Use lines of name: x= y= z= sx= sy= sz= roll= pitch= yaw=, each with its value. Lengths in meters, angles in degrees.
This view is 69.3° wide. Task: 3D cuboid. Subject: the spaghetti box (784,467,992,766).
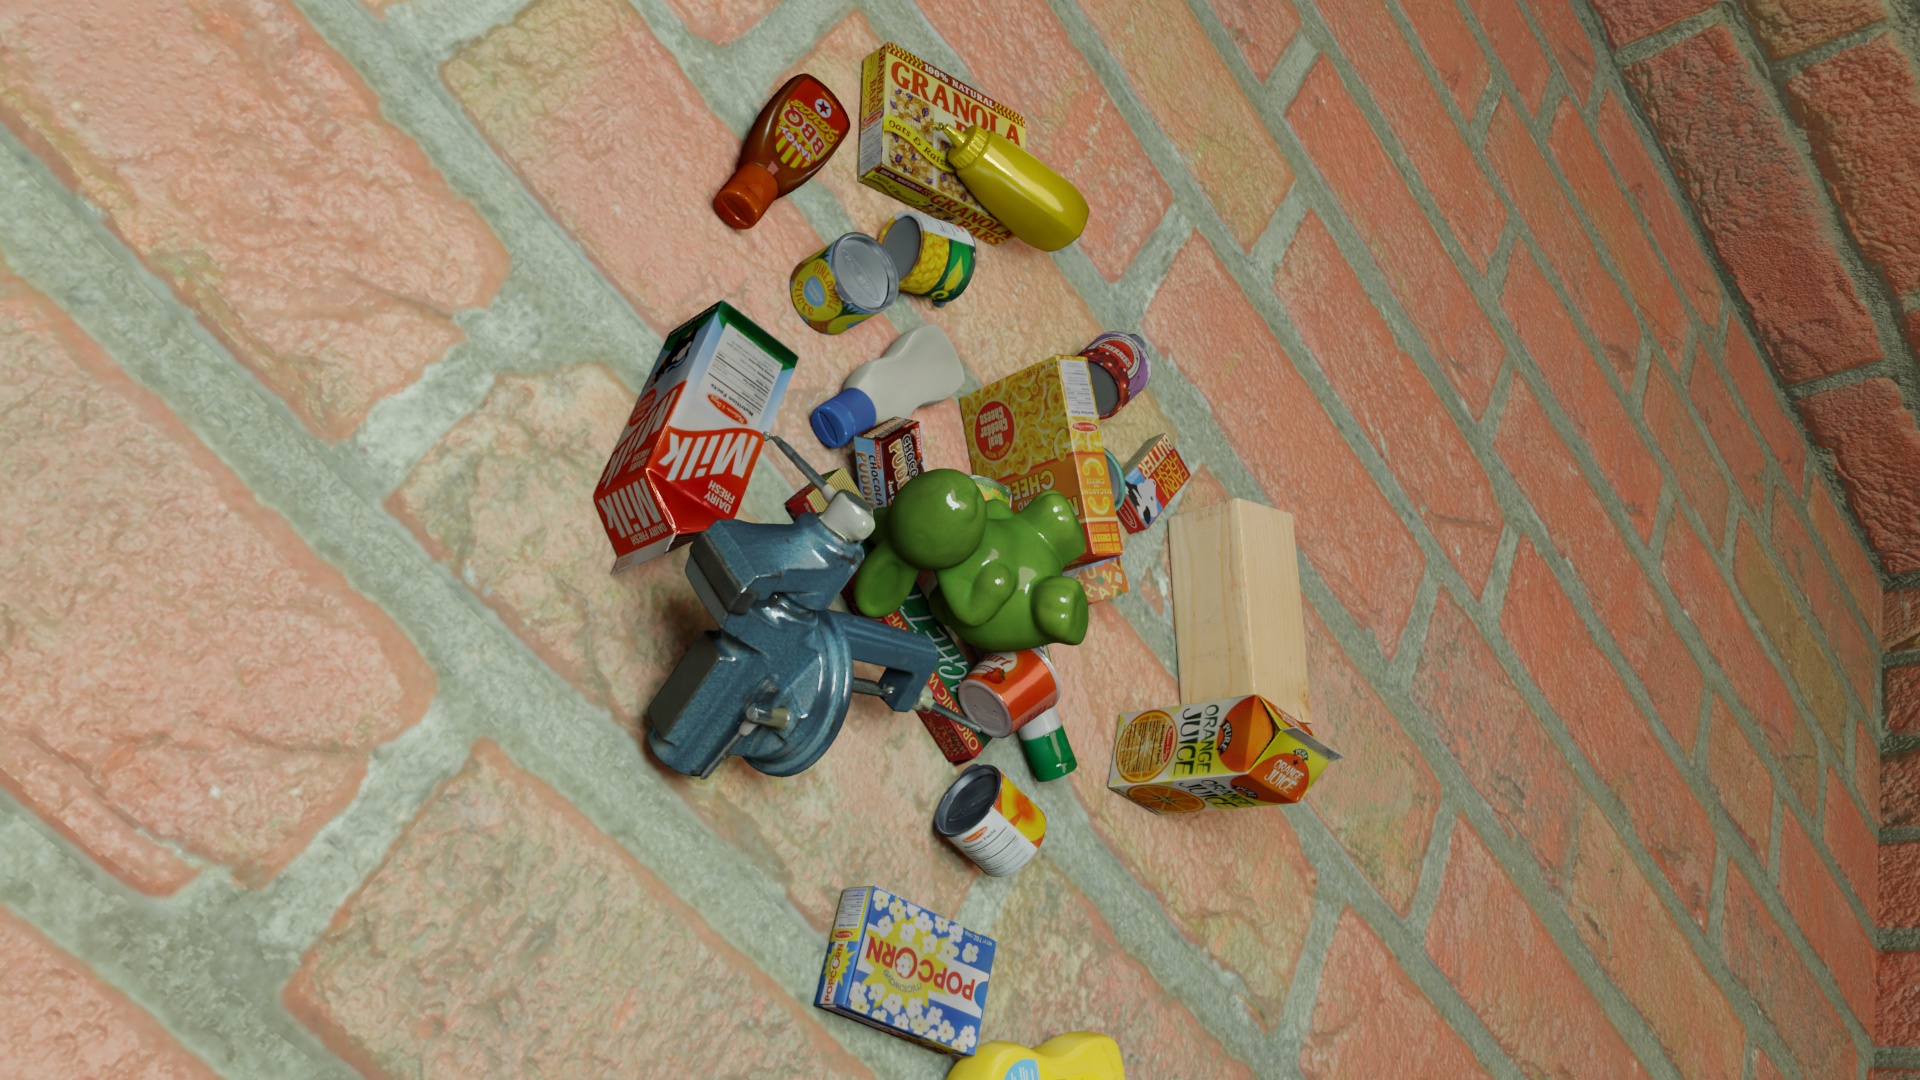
spaghetti box: x=-0.047 y=0.060 z=1.074 sx=0.050 sy=0.028 sz=0.249 roll=-44 pitch=107 yaw=-43

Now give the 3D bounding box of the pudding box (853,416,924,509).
pudding box: x=-0.053 y=-0.049 z=1.081 sx=0.050 sy=0.030 sz=0.083 roll=-31 pitch=127 yaw=-45

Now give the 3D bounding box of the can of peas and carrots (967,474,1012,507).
can of peas and carrots: x=0.004 y=-0.014 z=1.123 sx=0.071 sy=0.070 sz=0.059 roll=26 pitch=61 yaw=-36

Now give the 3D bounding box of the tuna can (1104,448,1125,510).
tuna can: x=0.119 y=-0.050 z=1.266 sx=0.071 sy=0.032 sz=0.071 roll=16 pitch=66 yaw=-39

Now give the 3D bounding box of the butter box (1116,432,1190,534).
butter box: x=0.180 y=-0.056 z=1.333 sx=0.053 sy=0.024 sz=0.104 roll=57 pitch=46 yaw=-13

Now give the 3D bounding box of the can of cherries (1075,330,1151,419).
can of cherries: x=0.136 y=-0.155 z=1.290 sx=0.059 sy=0.071 sz=0.071 roll=-42 pitch=106 yaw=-42

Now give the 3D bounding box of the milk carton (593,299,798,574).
milk carton: x=-0.186 y=-0.064 z=0.953 sx=0.073 sy=0.072 sz=0.191 roll=36 pitch=53 yaw=-30

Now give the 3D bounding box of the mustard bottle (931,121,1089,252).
mustard bottle: x=0.039 y=-0.314 z=1.200 sx=0.160 sy=0.065 sz=0.049 roll=34 pitch=62 yaw=-27

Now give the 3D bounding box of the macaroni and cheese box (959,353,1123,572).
macaroni and cheese box: x=0.064 y=-0.056 z=1.152 sx=0.040 sy=0.123 sz=0.166 roll=-2 pitch=78 yaw=-41

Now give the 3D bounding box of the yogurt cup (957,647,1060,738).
yogurt cup: x=0.035 y=0.115 z=1.069 sx=0.054 sy=0.072 sz=0.072 roll=-37 pitch=103 yaw=-36

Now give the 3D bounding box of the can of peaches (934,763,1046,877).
can of peaches: x=0.024 y=0.214 z=1.067 sx=0.058 sy=0.071 sz=0.071 roll=46 pitch=50 yaw=-23

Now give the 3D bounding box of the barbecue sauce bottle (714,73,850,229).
barbecue sauce bottle: x=-0.143 y=-0.302 z=1.092 sx=0.064 sy=0.043 sz=0.149 roll=46 pitch=50 yaw=-24

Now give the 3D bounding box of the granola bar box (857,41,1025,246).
granola bar box: x=-0.014 y=-0.348 z=1.232 sx=0.165 sy=0.039 sz=0.124 roll=16 pitch=67 yaw=-39

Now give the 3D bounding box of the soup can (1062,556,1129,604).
soup can: x=0.102 y=0.014 z=1.207 sx=0.071 sy=0.071 sz=0.083 roll=-15 pitch=88 yaw=-45

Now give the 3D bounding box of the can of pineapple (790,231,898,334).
can of pineapple: x=-0.093 y=-0.202 z=1.096 sx=0.071 sy=0.057 sz=0.071 roll=16 pitch=66 yaw=-40

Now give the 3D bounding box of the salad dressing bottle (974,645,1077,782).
salad dressing bottle: x=0.055 y=0.123 z=1.140 sx=0.064 sy=0.044 sz=0.147 roll=-22 pitch=93 yaw=-46

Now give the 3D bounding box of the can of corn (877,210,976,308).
can of corn: x=-0.031 y=-0.235 z=1.163 sx=0.058 sy=0.071 sz=0.071 roll=8 pitch=72 yaw=-41

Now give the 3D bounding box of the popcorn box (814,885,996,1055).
popcorn box: x=-0.038 y=0.309 z=0.996 sx=0.126 sy=0.038 sz=0.085 roll=33 pitch=55 yaw=-31

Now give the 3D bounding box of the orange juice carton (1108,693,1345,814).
orange juice carton: x=0.224 y=0.181 z=1.178 sx=0.071 sy=0.192 sz=0.073 roll=33 pitch=57 yaw=-33

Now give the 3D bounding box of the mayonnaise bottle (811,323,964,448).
mayonnaise bottle: x=-0.059 y=-0.121 z=1.115 sx=0.149 sy=0.041 sz=0.064 roll=-38 pitch=107 yaw=-42
